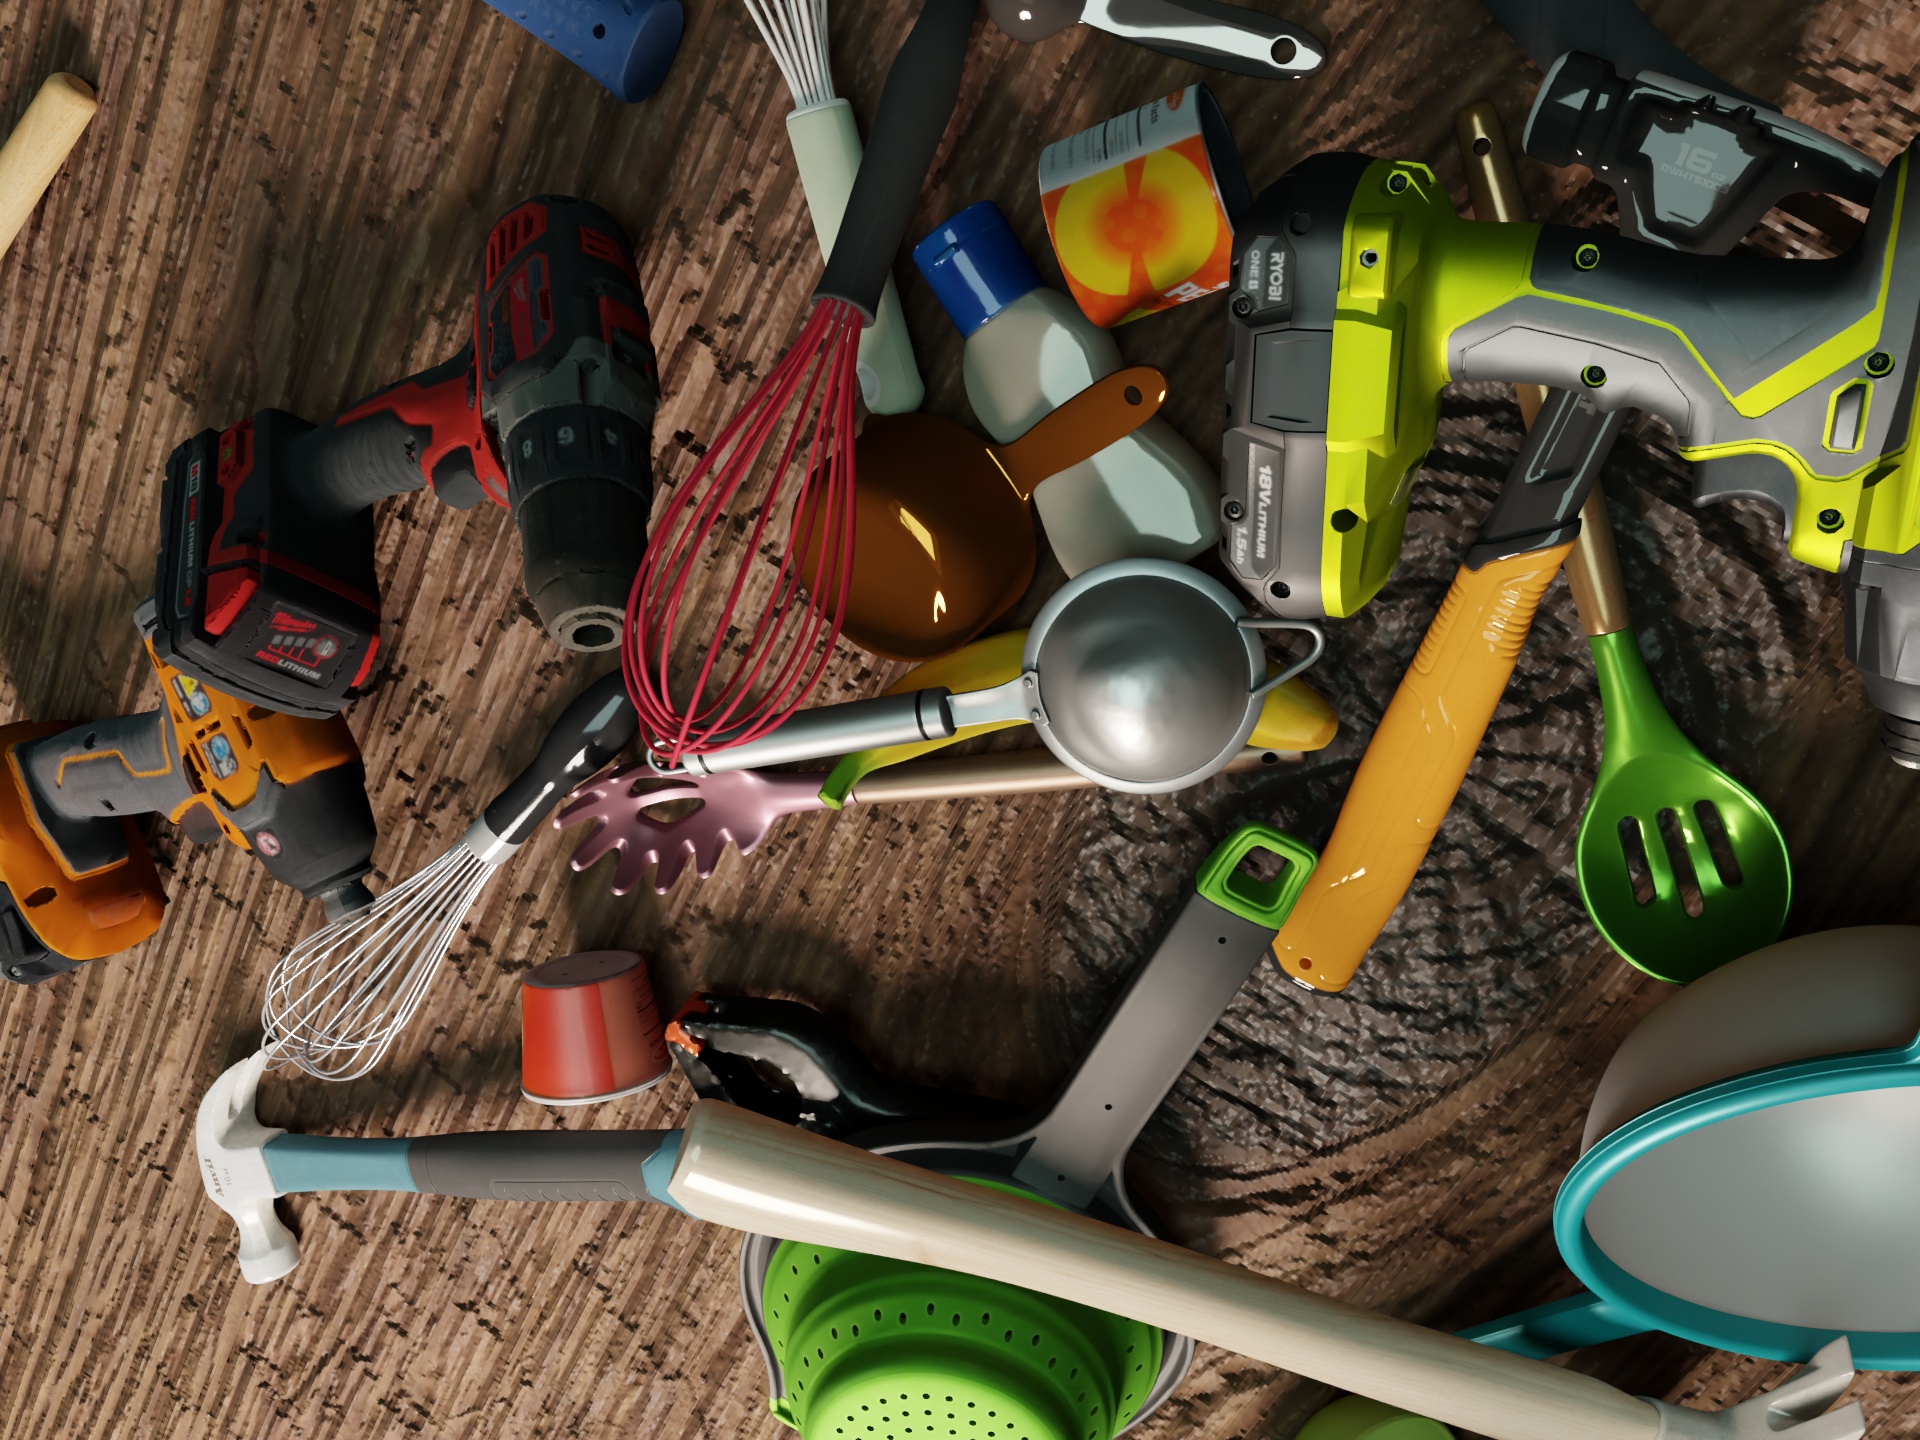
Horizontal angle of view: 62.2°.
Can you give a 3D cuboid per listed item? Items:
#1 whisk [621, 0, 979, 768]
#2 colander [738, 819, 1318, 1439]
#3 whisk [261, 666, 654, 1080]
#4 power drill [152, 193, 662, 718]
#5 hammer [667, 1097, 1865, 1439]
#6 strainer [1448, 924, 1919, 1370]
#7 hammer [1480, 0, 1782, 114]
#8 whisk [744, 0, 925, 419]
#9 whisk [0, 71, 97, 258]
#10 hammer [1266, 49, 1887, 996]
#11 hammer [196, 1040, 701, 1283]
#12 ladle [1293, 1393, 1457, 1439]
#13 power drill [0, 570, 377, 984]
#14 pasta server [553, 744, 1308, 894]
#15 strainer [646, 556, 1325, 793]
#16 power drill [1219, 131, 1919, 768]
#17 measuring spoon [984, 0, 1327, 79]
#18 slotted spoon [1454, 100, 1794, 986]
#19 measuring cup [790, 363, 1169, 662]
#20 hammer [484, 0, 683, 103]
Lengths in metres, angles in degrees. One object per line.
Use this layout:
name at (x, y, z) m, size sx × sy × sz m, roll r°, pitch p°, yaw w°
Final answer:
whisk at (-0.046, -0.122, 0.542) m, size 0.073 × 0.073 × 0.296 m, roll 17°, pitch 81°, yaw 13°
colander at (0.030, 0.212, 0.632) m, size 0.204 × 0.095 × 0.397 m, roll 25°, pitch 117°, yaw -5°
whisk at (-0.232, 0.073, 0.726) m, size 0.070 × 0.070 × 0.284 m, roll 46°, pitch 110°, yaw 0°
power drill at (-0.208, -0.079, 0.616) m, size 0.226 × 0.080 × 0.188 m, roll -25°, pitch 60°, yaw 24°
hammer at (0.102, 0.203, 0.556) m, size 0.410 × 0.038 × 0.146 m, roll 20°, pitch 137°, yaw -9°
strainer at (0.274, 0.162, 0.572) m, size 0.211 × 0.095 × 0.340 m, roll 26°, pitch 138°, yaw -17°
hammer at (0.110, -0.311, 0.500) m, size 0.149 × 0.036 × 0.409 m, roll -41°, pitch 91°, yaw 26°
whisk at (-0.053, -0.230, 0.578) m, size 0.058 × 0.059 × 0.246 m, roll 16°, pitch 125°, yaw 61°
whisk at (-0.467, -0.199, 0.726) m, size 0.245 × 0.051 × 0.047 m, roll -41°, pitch 85°, yaw 22°
hammer at (0.187, -0.035, 0.538) m, size 0.127 × 0.034 × 0.336 m, roll 30°, pitch 121°, yaw 19°
hammer at (-0.251, 0.217, 0.775) m, size 0.331 × 0.033 × 0.128 m, roll -8°, pitch 103°, yaw 27°
ladle at (0.286, 0.360, 0.644) m, size 0.320 × 0.062 × 0.078 m, roll 21°, pitch 102°, yaw 9°
power drill at (-0.368, 0.044, 0.736) m, size 0.226 × 0.084 × 0.164 m, roll -24°, pitch 92°, yaw 26°
pasta server at (-0.019, 0.029, 0.650) m, size 0.316 × 0.040 × 0.060 m, roll -6°, pitch 120°, yaw 19°
strainer at (-0.001, -0.002, 0.570) m, size 0.258 × 0.050 × 0.086 m, roll -9°, pitch 106°, yaw 20°
power drill at (0.193, -0.081, 0.451) m, size 0.223 × 0.080 × 0.171 m, roll 10°, pitch 113°, yaw 26°
measuring spoon at (0.065, -0.241, 0.546) m, size 0.124 × 0.018 × 0.034 m, roll 19°, pitch 112°, yaw 11°
slotted spoon at (0.220, -0.057, 0.549) m, size 0.070 × 0.031 × 0.313 m, roll -15°, pitch 100°, yaw 24°
measuring cup at (0.003, -0.076, 0.563) m, size 0.173 × 0.052 × 0.095 m, roll -25°, pitch 103°, yaw 51°
hammer at (-0.285, -0.357, 0.617) m, size 0.405 × 0.035 × 0.144 m, roll 34°, pitch 114°, yaw 6°
